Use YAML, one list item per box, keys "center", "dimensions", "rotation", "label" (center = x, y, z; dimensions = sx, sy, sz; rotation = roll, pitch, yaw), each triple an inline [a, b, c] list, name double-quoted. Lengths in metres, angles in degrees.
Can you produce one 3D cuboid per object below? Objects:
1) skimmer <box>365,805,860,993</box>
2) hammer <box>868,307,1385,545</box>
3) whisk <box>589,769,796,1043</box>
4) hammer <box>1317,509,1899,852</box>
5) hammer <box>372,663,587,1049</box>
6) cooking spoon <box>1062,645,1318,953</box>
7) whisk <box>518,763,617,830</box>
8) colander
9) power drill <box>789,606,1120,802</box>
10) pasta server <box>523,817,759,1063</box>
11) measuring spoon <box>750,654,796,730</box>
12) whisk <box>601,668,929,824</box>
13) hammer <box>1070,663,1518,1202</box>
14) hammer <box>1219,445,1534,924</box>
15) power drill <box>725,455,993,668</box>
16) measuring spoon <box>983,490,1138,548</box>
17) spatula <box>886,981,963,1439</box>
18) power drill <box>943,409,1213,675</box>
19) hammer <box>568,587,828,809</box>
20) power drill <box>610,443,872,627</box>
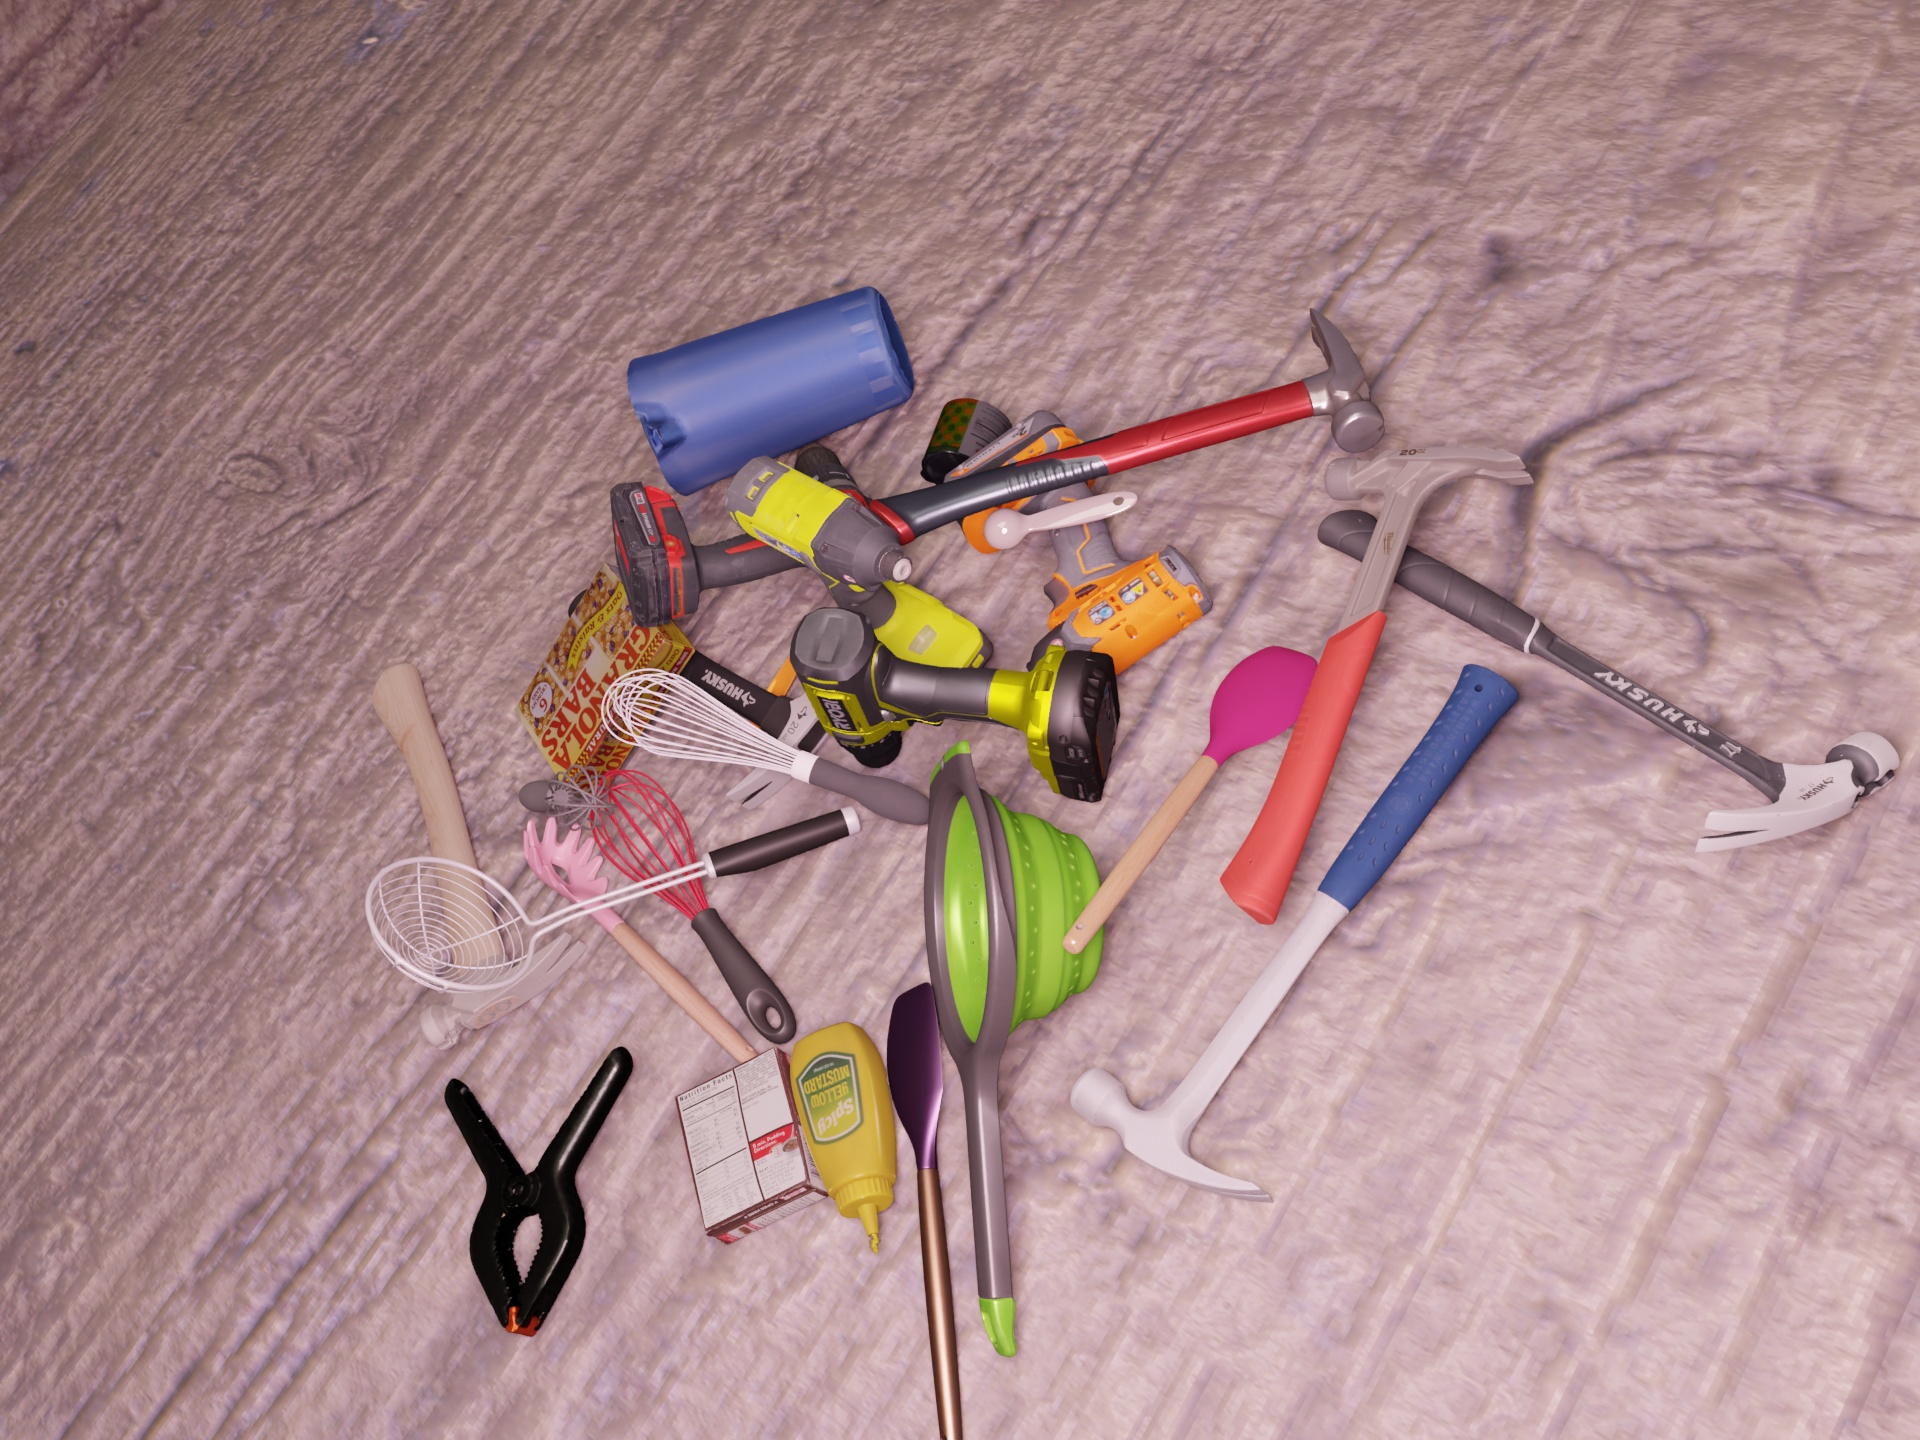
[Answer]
- center: [-0.252, 0.112, 1.198]
  dimensions: [0.363, 0.090, 0.127]
  rotation: [-18, 48, -12]
  label: "skimmer"
- center: [0.116, -0.216, 1.225]
  dimensions: [0.386, 0.038, 0.143]
  rotation: [-15, 48, 5]
  label: "hammer"
- center: [-0.214, 0.144, 1.264]
  dimensions: [0.073, 0.073, 0.296]
  rotation: [-41, 60, -1]
  label: "whisk"
- center: [0.394, -0.045, 1.066]
  dimensions: [0.149, 0.036, 0.409]
  rotation: [-23, 42, -27]
  label: "hammer"
- center: [-0.452, 0.090, 1.420]
  dimensions: [0.146, 0.038, 0.411]
  rotation: [-33, 53, 3]
  label: "hammer"
- center: [0.159, 0.046, 1.098]
  dimensions: [0.069, 0.017, 0.319]
  rotation: [20, 51, 30]
  label: "cooking spoon"
- center: [-0.333, 0.064, 1.309]
  dimensions: [0.055, 0.055, 0.239]
  rotation: [-61, 22, -15]
  label: "whisk"
- center: [0.046, 0.213, 1.072]
  dimensions: [0.094, 0.204, 0.397]
  rotation: [-1, 74, -13]
  label: "colander"
- center: [-0.002, -0.004, 1.185]
  dimensions: [0.228, 0.190, 0.080]
  rotation: [9, 66, 14]
  label: "power drill"
- center: [-0.257, 0.176, 1.274]
  dimensions: [0.316, 0.060, 0.040]
  rotation: [36, 116, 34]
  label: "pasta server"
- center: [-0.148, -0.036, 1.365]
  dimensions: [0.021, 0.011, 0.117]
  rotation: [21, 76, 36]
  label: "measuring spoon"
- center: [-0.151, 0.024, 1.256]
  dimensions: [0.284, 0.070, 0.070]
  rotation: [20, 70, 8]
  label: "whisk"
- center: [0.247, 0.133, 1.058]
  dimensions: [0.144, 0.035, 0.405]
  rotation: [32, 79, 36]
  label: "hammer"
- center: [0.267, -0.030, 1.083]
  dimensions: [0.149, 0.036, 0.359]
  rotation: [8, 68, 44]
  label: "hammer"
- center: [-0.068, -0.101, 1.228]
  dimensions: [0.171, 0.223, 0.080]
  rotation: [30, 78, 35]
  label: "power drill"
- center: [0.075, -0.161, 1.226]
  dimensions: [0.124, 0.018, 0.034]
  rotation: [-11, 65, 16]
  label: "measuring spoon"
- center: [-0.022, 0.332, 1.079]
  dimensions: [0.059, 0.018, 0.316]
  rotation: [-35, 49, 38]
  label: "spatula"
- center: [0.075, -0.125, 1.265]
  dimensions: [0.164, 0.084, 0.227]
  rotation: [-35, 57, 4]
  label: "power drill"
- center: [-0.239, -0.043, 1.391]
  dimensions: [0.335, 0.035, 0.146]
  rotation: [27, 83, 37]
  label: "hammer"
- center: [-0.183, -0.169, 1.373]
  dimensions: [0.226, 0.080, 0.188]
  rotation: [-10, 44, -16]
  label: "power drill"
